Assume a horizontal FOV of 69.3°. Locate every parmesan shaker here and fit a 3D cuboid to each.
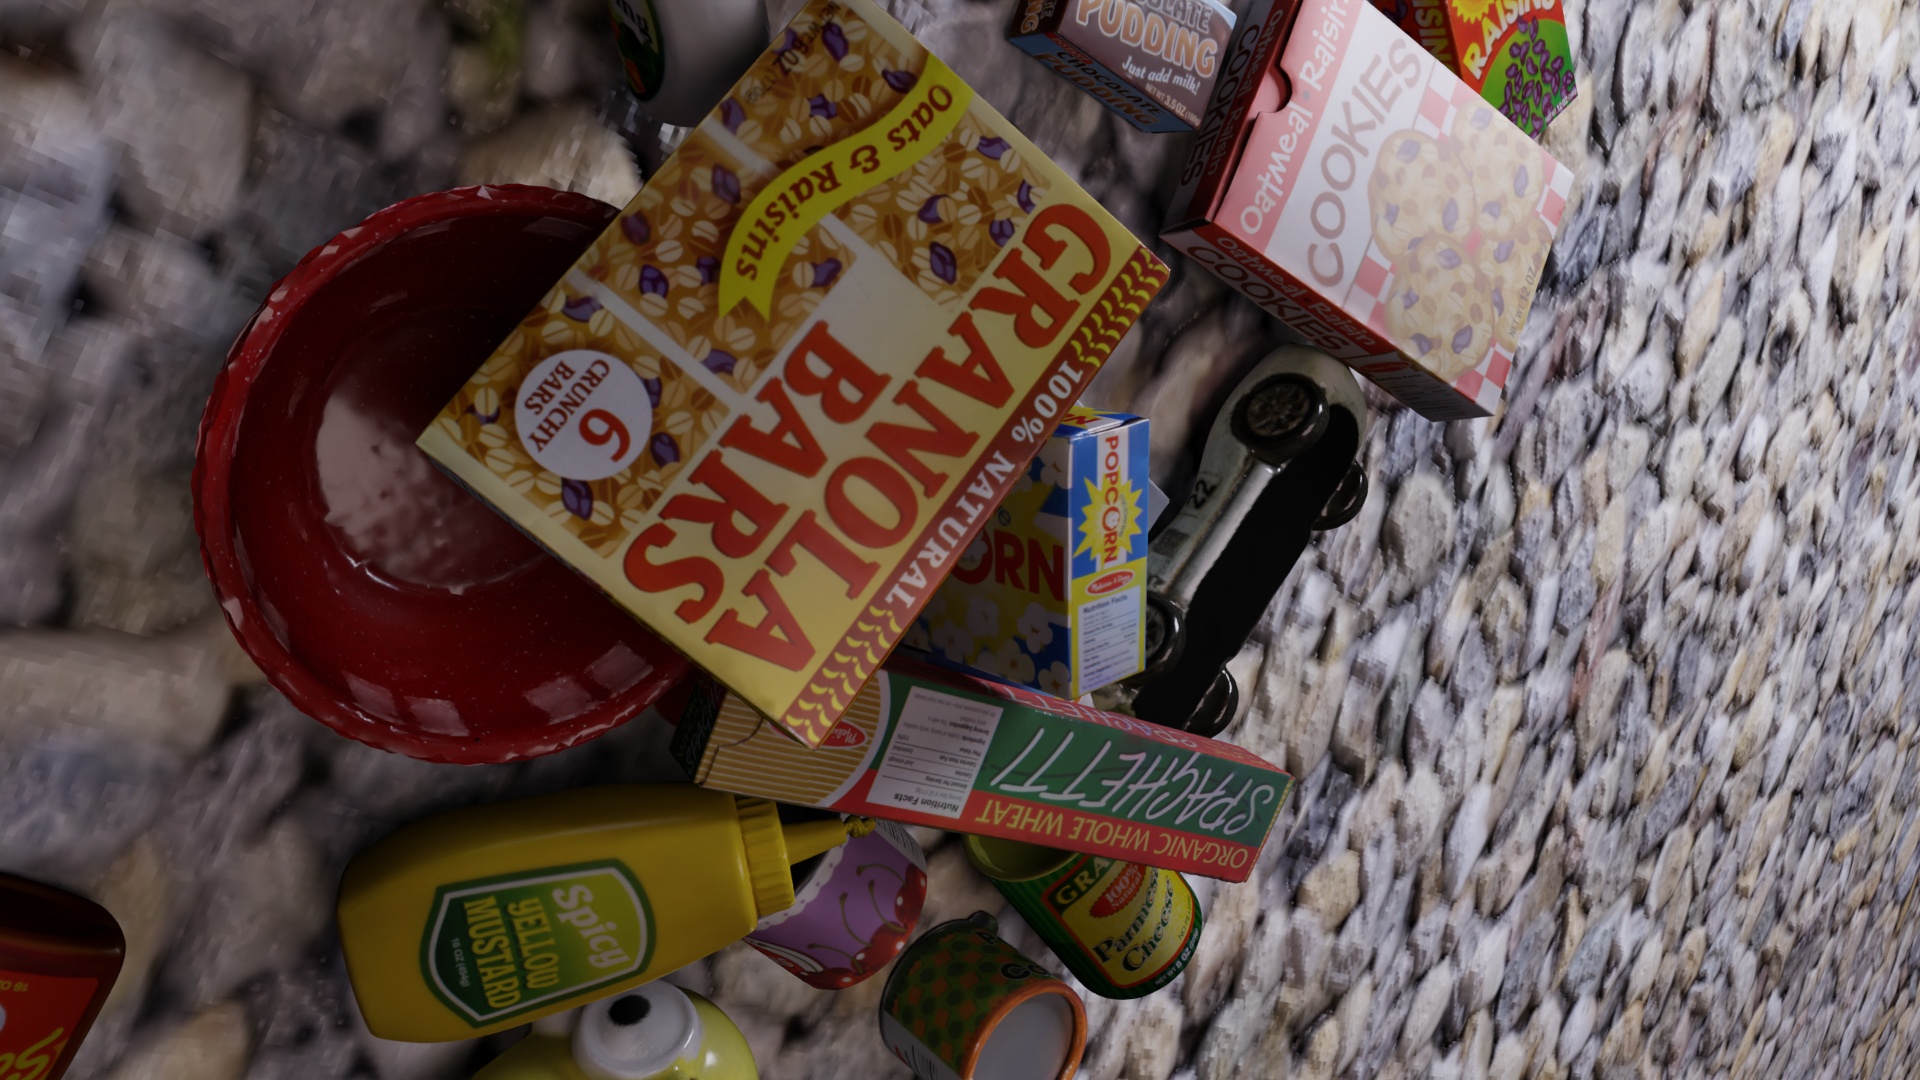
[{"bbox_3d":[0.055,0.139,0.589,0.071,0.071,0.102,-48,127,-17],"label":"parmesan shaker"}]

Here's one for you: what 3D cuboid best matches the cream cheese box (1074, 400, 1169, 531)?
[{"bbox_3d":[0.038,-0.024,0.556,0.103,0.024,0.053,42,76,-38],"label":"cream cheese box"}]

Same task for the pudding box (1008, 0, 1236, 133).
[{"bbox_3d":[0.062,-0.193,0.523,0.084,0.030,0.049,19,90,-40],"label":"pudding box"}]

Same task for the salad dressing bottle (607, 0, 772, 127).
[{"bbox_3d":[-0.079,-0.178,0.361,0.044,0.064,0.147,-21,150,-12],"label":"salad dressing bottle"}]

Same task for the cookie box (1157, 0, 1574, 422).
[{"bbox_3d":[0.176,-0.142,0.587,0.167,0.040,0.123,28,78,-24],"label":"cookie box"}]

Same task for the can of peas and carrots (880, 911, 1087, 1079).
[{"bbox_3d":[0.012,0.199,0.576,0.071,0.059,0.070,-13,111,-36],"label":"can of peas and carrots"}]

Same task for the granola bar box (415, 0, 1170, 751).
[{"bbox_3d":[-0.039,-0.048,0.373,0.124,0.039,0.166,39,76,-10],"label":"granola bar box"}]

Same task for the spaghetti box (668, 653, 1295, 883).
[{"bbox_3d":[0.021,0.078,0.484,0.250,0.029,0.050,19,96,-35],"label":"spaghetti box"}]

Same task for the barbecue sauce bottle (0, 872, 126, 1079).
[{"bbox_3d":[-0.276,0.157,0.346,0.065,0.044,0.148,33,82,-42],"label":"barbecue sauce bottle"}]

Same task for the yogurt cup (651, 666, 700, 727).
[{"bbox_3d":[-0.068,0.041,0.471,0.072,0.054,0.072,-12,111,-35],"label":"yogurt cup"}]

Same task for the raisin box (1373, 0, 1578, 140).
[{"bbox_3d":[0.238,-0.240,0.643,0.086,0.040,0.123,-43,126,-20],"label":"raisin box"}]

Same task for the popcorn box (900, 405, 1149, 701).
[{"bbox_3d":[0.002,-0.006,0.465,0.038,0.127,0.085,-17,113,-43],"label":"popcorn box"}]

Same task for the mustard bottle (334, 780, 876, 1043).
[{"bbox_3d":[-0.104,0.106,0.431,0.160,0.049,0.065,-12,108,-11],"label":"mustard bottle"}]

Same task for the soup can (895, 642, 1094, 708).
[{"bbox_3d":[0.018,0.055,0.533,0.071,0.071,0.083,-34,122,-26],"label":"soup can"}]

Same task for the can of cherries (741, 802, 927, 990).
[{"bbox_3d":[-0.056,0.120,0.496,0.071,0.071,0.058,-52,129,-14],"label":"can of cherries"}]
